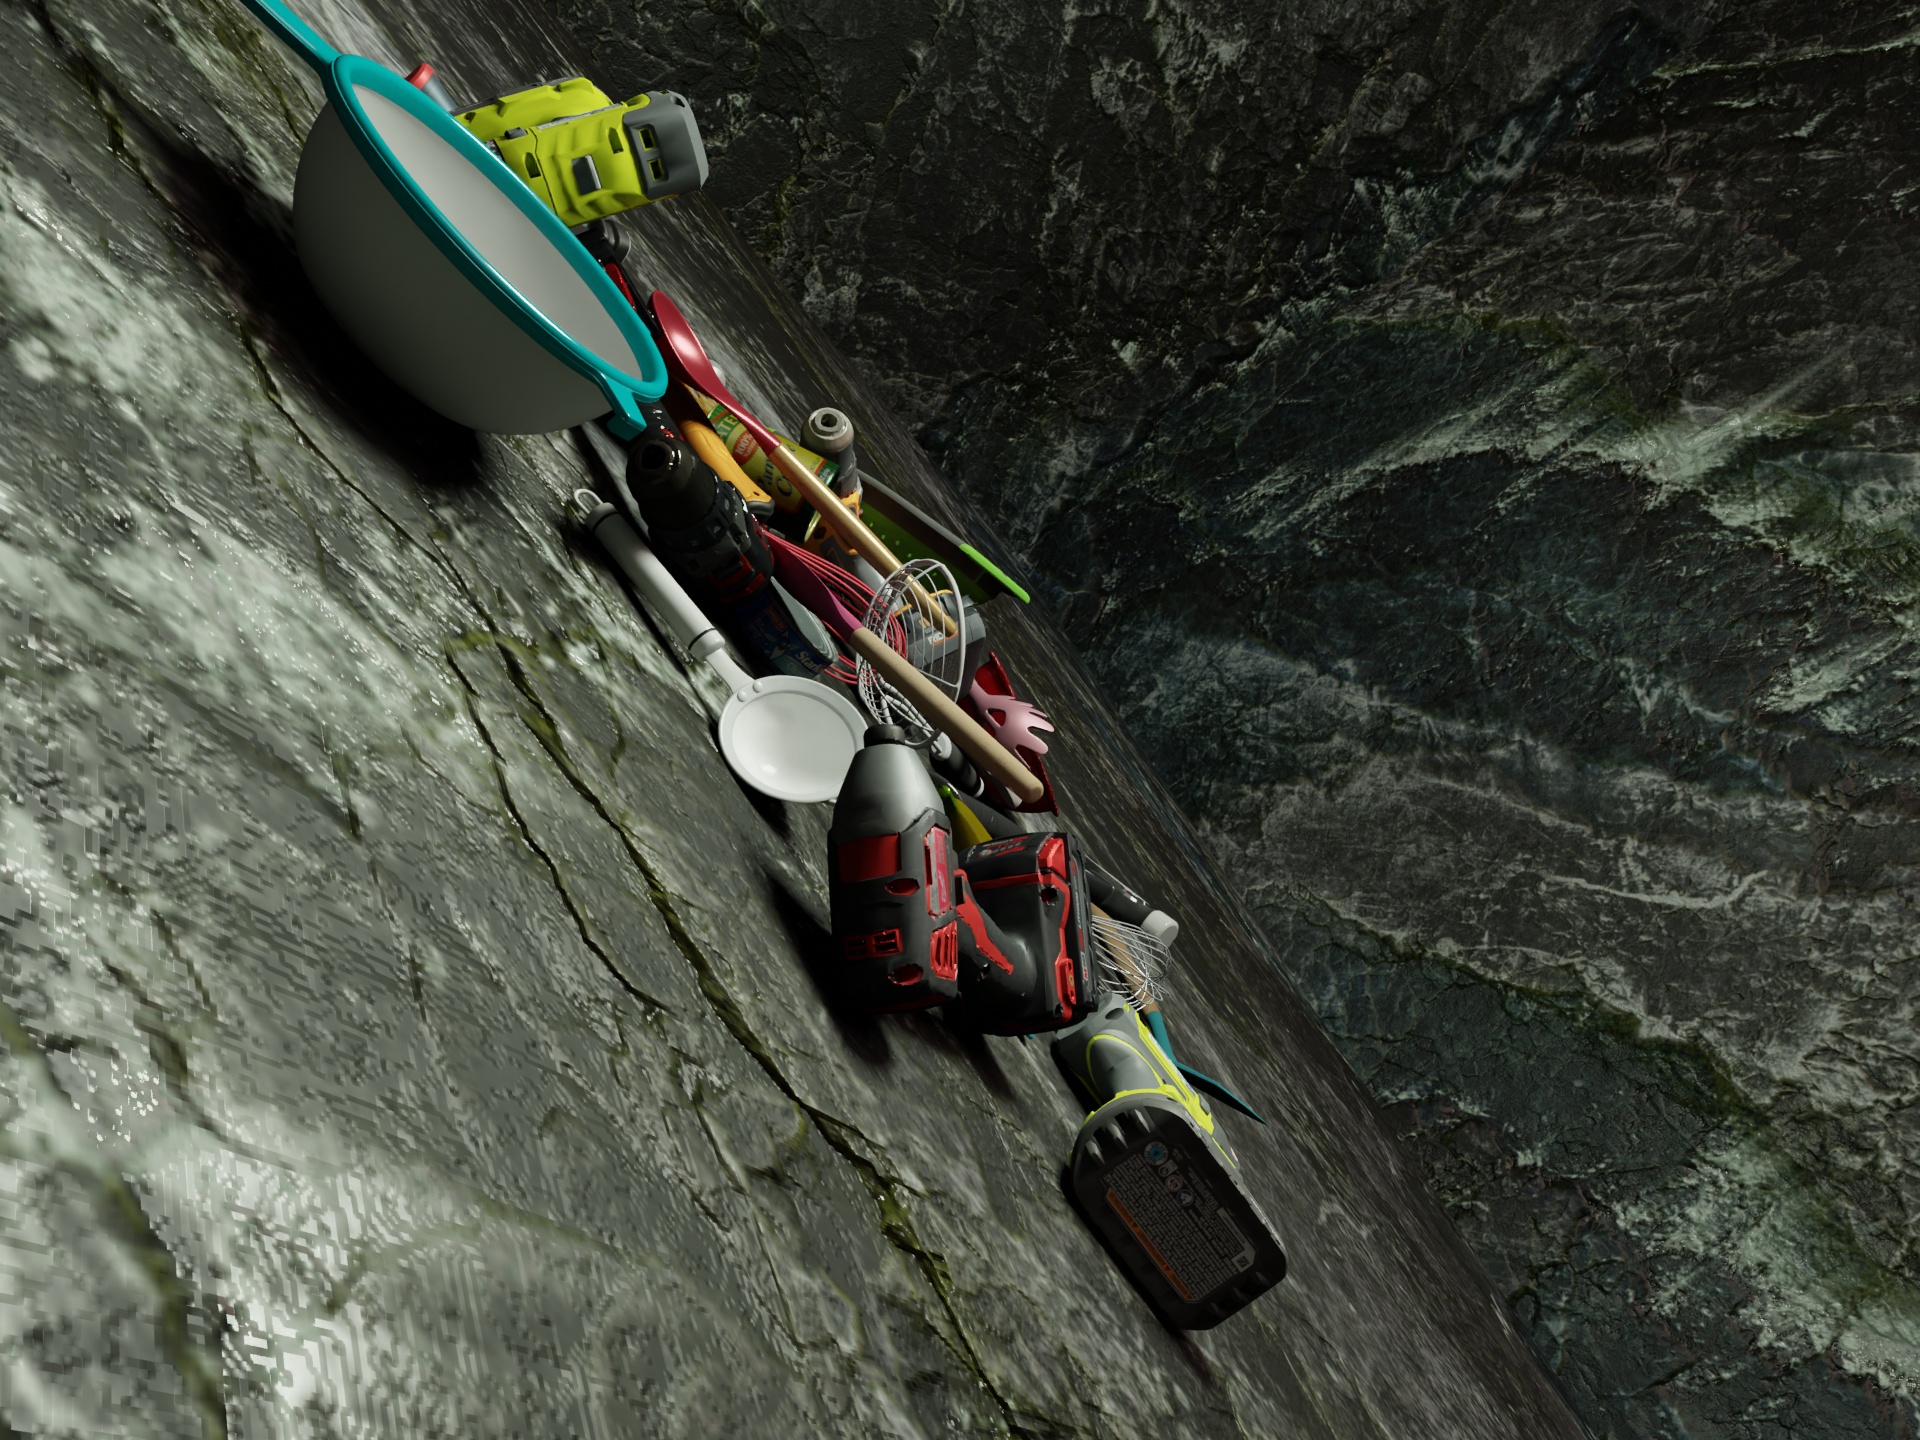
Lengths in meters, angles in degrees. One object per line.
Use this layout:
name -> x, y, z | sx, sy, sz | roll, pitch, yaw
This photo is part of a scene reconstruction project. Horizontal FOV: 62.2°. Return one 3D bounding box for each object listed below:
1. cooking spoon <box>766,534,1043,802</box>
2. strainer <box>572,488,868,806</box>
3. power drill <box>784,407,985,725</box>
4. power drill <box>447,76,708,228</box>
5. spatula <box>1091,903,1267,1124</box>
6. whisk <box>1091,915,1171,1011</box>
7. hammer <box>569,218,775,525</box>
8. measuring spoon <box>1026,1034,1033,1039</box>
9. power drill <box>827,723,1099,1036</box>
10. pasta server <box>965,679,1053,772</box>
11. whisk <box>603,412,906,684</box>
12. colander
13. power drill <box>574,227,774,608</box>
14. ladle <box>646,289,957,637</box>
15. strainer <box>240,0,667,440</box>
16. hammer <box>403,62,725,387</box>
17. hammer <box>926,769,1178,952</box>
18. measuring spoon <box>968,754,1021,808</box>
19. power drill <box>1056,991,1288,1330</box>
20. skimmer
cooking spoon -> -0.049, -0.039, 0.975 | 0.319, 0.017, 0.068 | 41, -12, 41
strainer -> -0.136, -0.035, 0.890 | 0.087, 0.050, 0.258 | -32, 77, -38
power drill -> -0.071, -0.129, 1.285 | 0.226, 0.084, 0.185 | 56, -21, 19
power drill -> -0.278, -0.352, 1.017 | 0.229, 0.190, 0.080 | -134, -155, -58
spatula -> 0.171, 0.240, 1.418 | 0.082, 0.044, 0.318 | 42, 13, -38
whisk -> 0.083, 0.161, 1.249 | 0.284, 0.070, 0.070 | 39, 16, -41
hammer -> -0.229, -0.261, 1.138 | 0.127, 0.034, 0.337 | 6, 45, -54
measuring spoon -> 0.029, 0.159, 1.051 | 0.042, 0.021, 0.129 | 46, 10, -41
power drill -> -0.001, 0.093, 0.852 | 0.219, 0.078, 0.143 | 34, 47, -60
pasta server -> 0.008, -0.031, 1.382 | 0.040, 0.060, 0.316 | 35, 8, -24
whisk -> -0.147, -0.127, 1.158 | 0.295, 0.073, 0.073 | 44, 11, -17
colander -> -0.106, -0.177, 1.509 | 0.397, 0.094, 0.204 | 37, 1, 41
power drill -> -0.196, -0.184, 0.964 | 0.227, 0.080, 0.187 | 59, -2, 15
ladle -> -0.112, -0.173, 1.122 | 0.315, 0.031, 0.069 | 46, 18, -14
strainer -> -0.292, -0.252, 0.757 | 0.340, 0.095, 0.211 | 43, 13, -26
hammer -> -0.308, -0.366, 1.300 | 0.385, 0.038, 0.143 | 45, 13, -42
hammer -> 0.054, 0.103, 1.291 | 0.146, 0.035, 0.334 | 36, 2, 37
measuring spoon -> 0.024, 0.035, 1.337 | 0.124, 0.018, 0.034 | 48, -16, 55
power drill -> 0.130, 0.271, 0.980 | 0.171, 0.080, 0.223 | 53, 5, -2
skimmer -> -0.002, -0.004, 1.183 | 0.363, 0.090, 0.127 | 54, 26, -68
